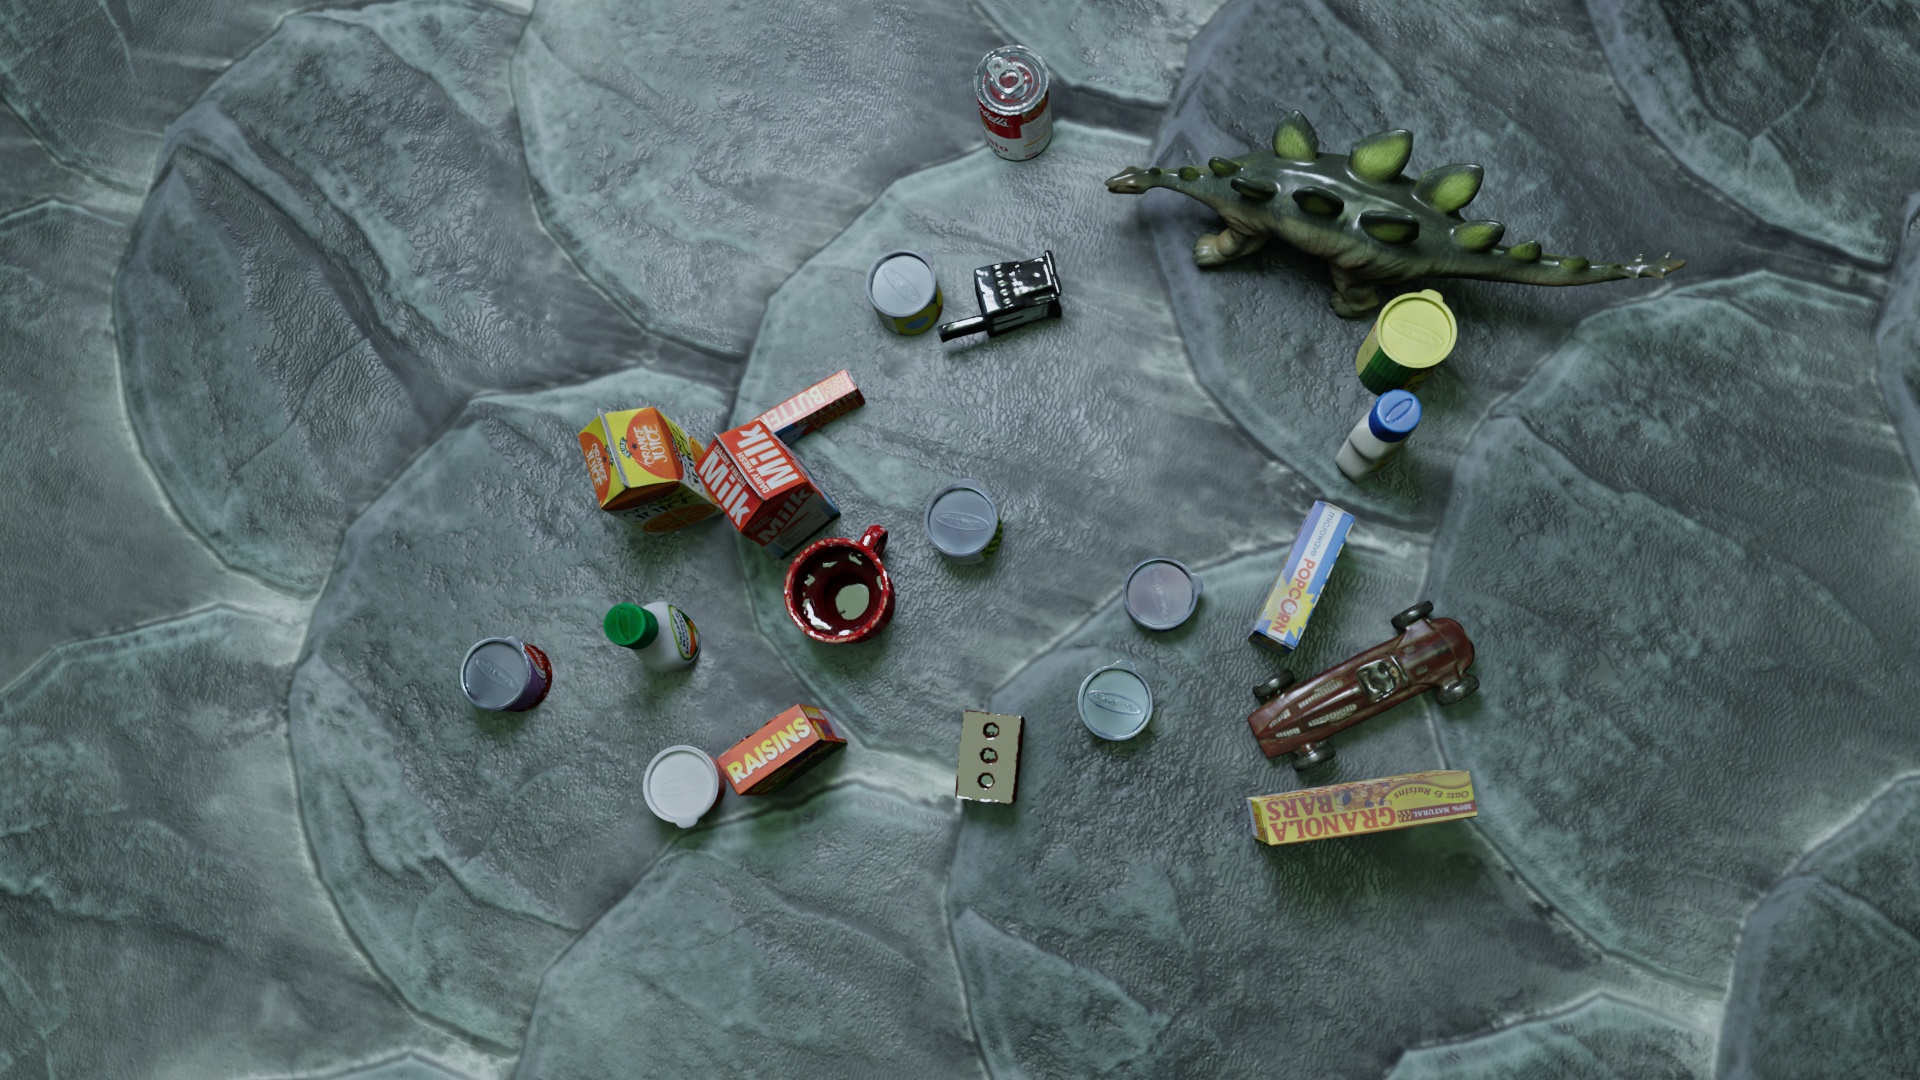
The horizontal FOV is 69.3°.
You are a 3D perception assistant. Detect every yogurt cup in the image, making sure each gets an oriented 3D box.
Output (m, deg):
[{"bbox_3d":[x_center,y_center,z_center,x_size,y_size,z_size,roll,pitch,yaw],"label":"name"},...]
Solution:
[{"bbox_3d":[-0.244,0.218,1.246,0.072,0.054,0.072,-1,80,6],"label":"yogurt cup"}]

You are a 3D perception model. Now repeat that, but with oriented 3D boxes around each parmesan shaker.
[{"bbox_3d":[0.392,-0.171,1.221,0.071,0.103,0.071,-1,80,6],"label":"parmesan shaker"}]

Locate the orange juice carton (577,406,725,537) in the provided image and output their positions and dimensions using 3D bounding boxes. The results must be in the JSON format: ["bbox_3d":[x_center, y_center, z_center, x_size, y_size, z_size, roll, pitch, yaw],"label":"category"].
[{"bbox_3d":[-0.276,-0.062,1.229,0.073,0.192,0.072,-20,79,3],"label":"orange juice carton"}]

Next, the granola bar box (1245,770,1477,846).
[{"bbox_3d":[0.327,0.221,1.148,0.165,0.124,0.039,-9,80,5],"label":"granola bar box"}]

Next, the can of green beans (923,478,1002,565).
[{"bbox_3d":[0.004,-0.014,1.258,0.071,0.057,0.071,-1,80,6],"label":"can of green beans"}]

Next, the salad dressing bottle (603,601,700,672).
[{"bbox_3d":[-0.272,0.082,1.225,0.044,0.147,0.064,-16,79,3],"label":"salad dressing bottle"}]

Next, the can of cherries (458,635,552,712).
[{"bbox_3d":[-0.416,0.123,1.279,0.071,0.058,0.071,-1,80,6],"label":"can of cherries"}]

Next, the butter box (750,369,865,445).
[{"bbox_3d":[-0.142,-0.120,1.296,0.103,0.053,0.024,-29,79,1],"label":"butter box"}]

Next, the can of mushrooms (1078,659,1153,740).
[{"bbox_3d":[0.138,0.142,1.229,0.071,0.033,0.071,-1,80,6],"label":"can of mushrooms"}]

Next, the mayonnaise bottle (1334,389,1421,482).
[{"bbox_3d":[0.361,-0.092,1.188,0.065,0.148,0.041,-40,79,-1],"label":"mayonnaise bottle"}]

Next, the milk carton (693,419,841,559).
[{"bbox_3d":[-0.171,-0.046,1.215,0.073,0.190,0.072,-38,79,-1],"label":"milk carton"}]

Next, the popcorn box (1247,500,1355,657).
[{"bbox_3d":[0.295,0.034,1.204,0.038,0.085,0.127,25,84,10],"label":"popcorn box"}]

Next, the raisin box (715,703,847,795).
[{"bbox_3d":[-0.153,0.182,1.207,0.086,0.123,0.040,-34,79,0],"label":"raisin box"}]

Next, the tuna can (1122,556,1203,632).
[{"bbox_3d":[0.181,0.048,1.241,0.071,0.033,0.071,-1,80,6],"label":"tuna can"}]

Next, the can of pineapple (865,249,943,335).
[{"bbox_3d":[-0.050,-0.233,1.303,0.071,0.058,0.071,-1,80,6],"label":"can of pineapple"}]
